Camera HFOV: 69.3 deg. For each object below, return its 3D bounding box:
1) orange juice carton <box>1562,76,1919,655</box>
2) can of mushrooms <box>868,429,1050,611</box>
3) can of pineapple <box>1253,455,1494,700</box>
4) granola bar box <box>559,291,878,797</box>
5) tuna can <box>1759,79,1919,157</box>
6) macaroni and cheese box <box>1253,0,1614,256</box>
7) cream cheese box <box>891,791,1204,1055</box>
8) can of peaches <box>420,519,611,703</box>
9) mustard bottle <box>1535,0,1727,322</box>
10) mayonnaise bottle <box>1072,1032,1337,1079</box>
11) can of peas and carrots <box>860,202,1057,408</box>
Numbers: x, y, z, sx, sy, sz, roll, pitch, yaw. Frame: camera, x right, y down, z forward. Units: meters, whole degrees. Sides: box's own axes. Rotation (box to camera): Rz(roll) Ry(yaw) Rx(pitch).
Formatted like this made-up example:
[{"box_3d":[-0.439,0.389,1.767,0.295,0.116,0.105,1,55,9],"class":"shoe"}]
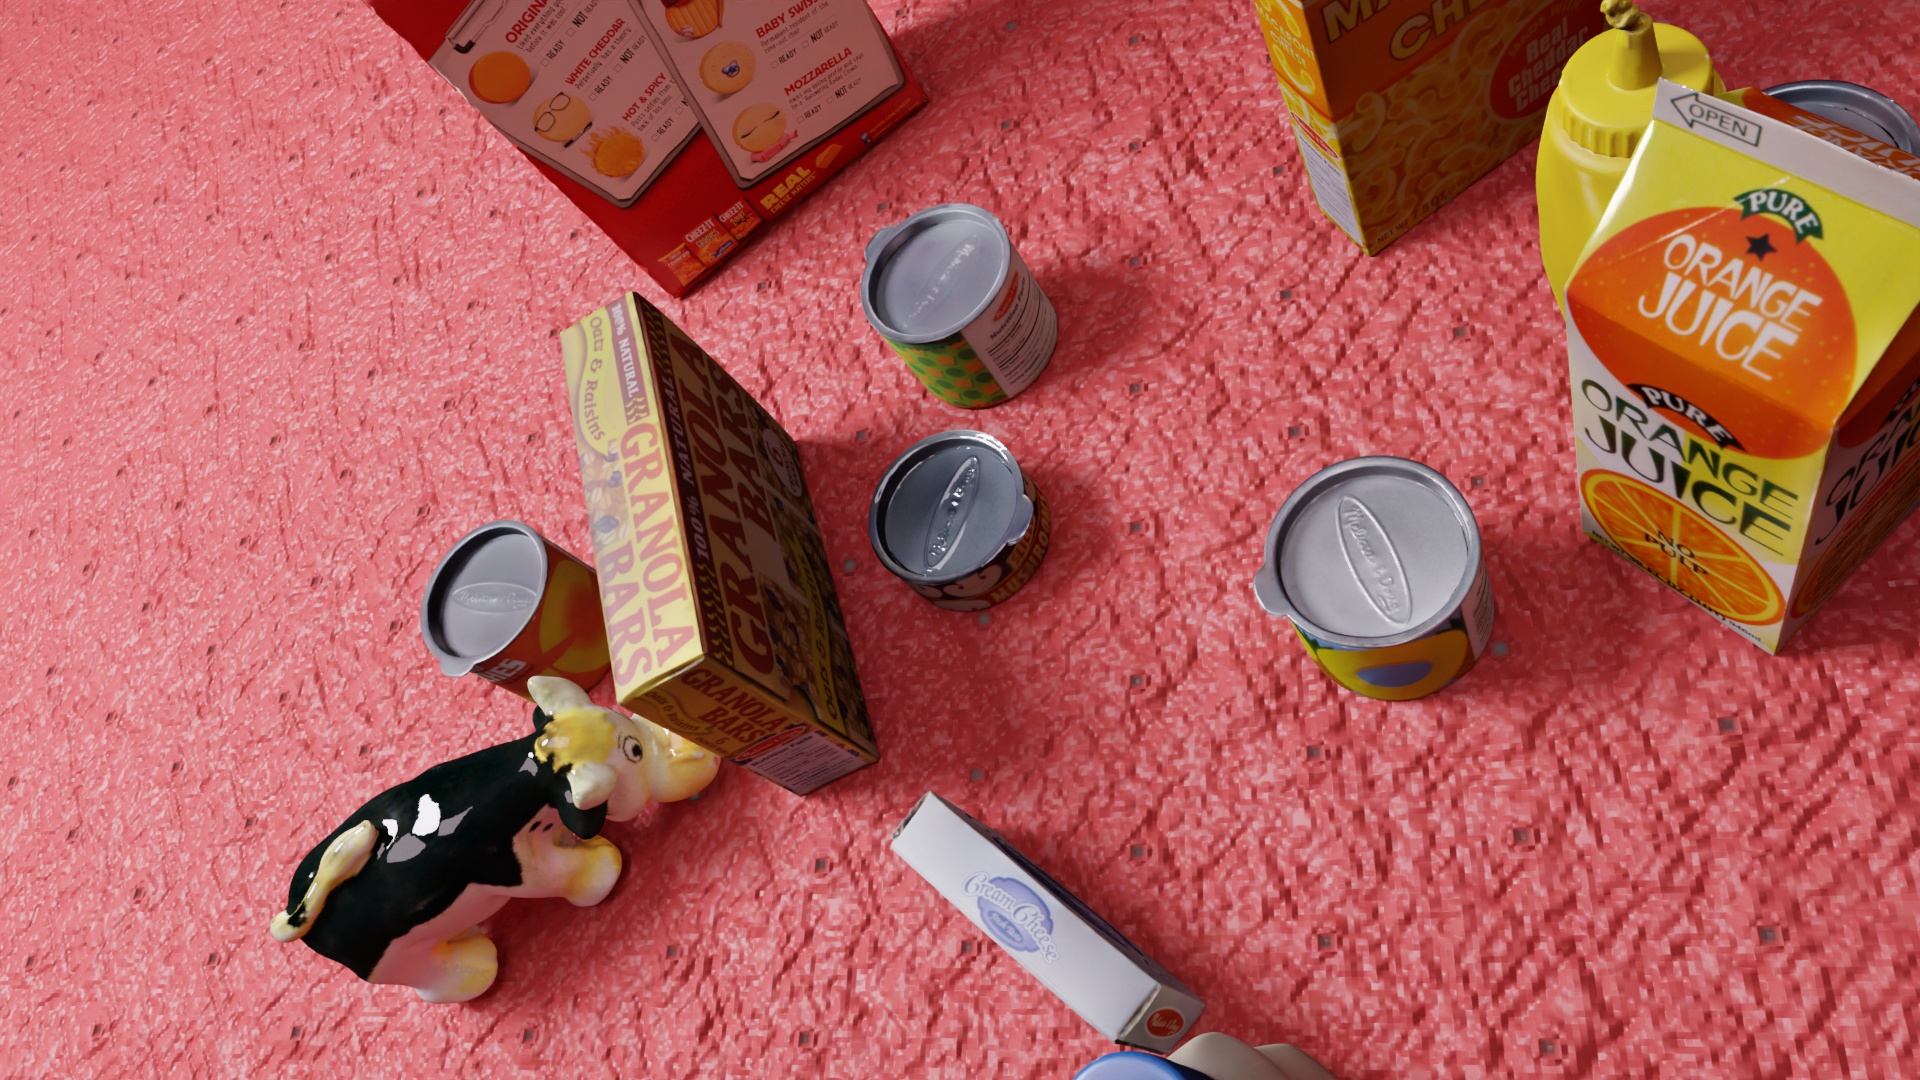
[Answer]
[{"box_3d":[0.216,-0.047,0.370,0.073,0.192,0.072,-46,55,-1],"class":"orange juice carton"},{"box_3d":[0.002,-0.007,0.548,0.071,0.033,0.071,-11,62,21],"class":"can of mushrooms"},{"box_3d":[0.137,0.014,0.459,0.071,0.057,0.071,-11,62,21],"class":"can of pineapple"},{"box_3d":[-0.092,0.002,0.534,0.039,0.124,0.166,-26,57,12],"class":"granola bar box"},{"box_3d":[0.286,-0.119,0.469,0.071,0.032,0.071,-11,62,21],"class":"tuna can"},{"box_3d":[0.169,-0.192,0.480,0.123,0.166,0.040,-36,56,6],"class":"macaroni and cheese box"},{"box_3d":[0.028,0.126,0.458,0.104,0.053,0.024,34,83,34],"class":"cream cheese box"},{"box_3d":[-0.190,0.035,0.604,0.071,0.058,0.071,-11,62,21],"class":"can of peaches"},{"box_3d":[0.207,-0.108,0.424,0.049,0.160,0.065,-26,57,12],"class":"mustard bottle"},{"box_3d":[0.066,0.160,0.365,0.041,0.147,0.065,38,86,34],"class":"mayonnaise bottle"},{"box_3d":[-0.001,-0.097,0.580,0.071,0.058,0.071,-11,62,21],"class":"can of peas and carrots"}]
